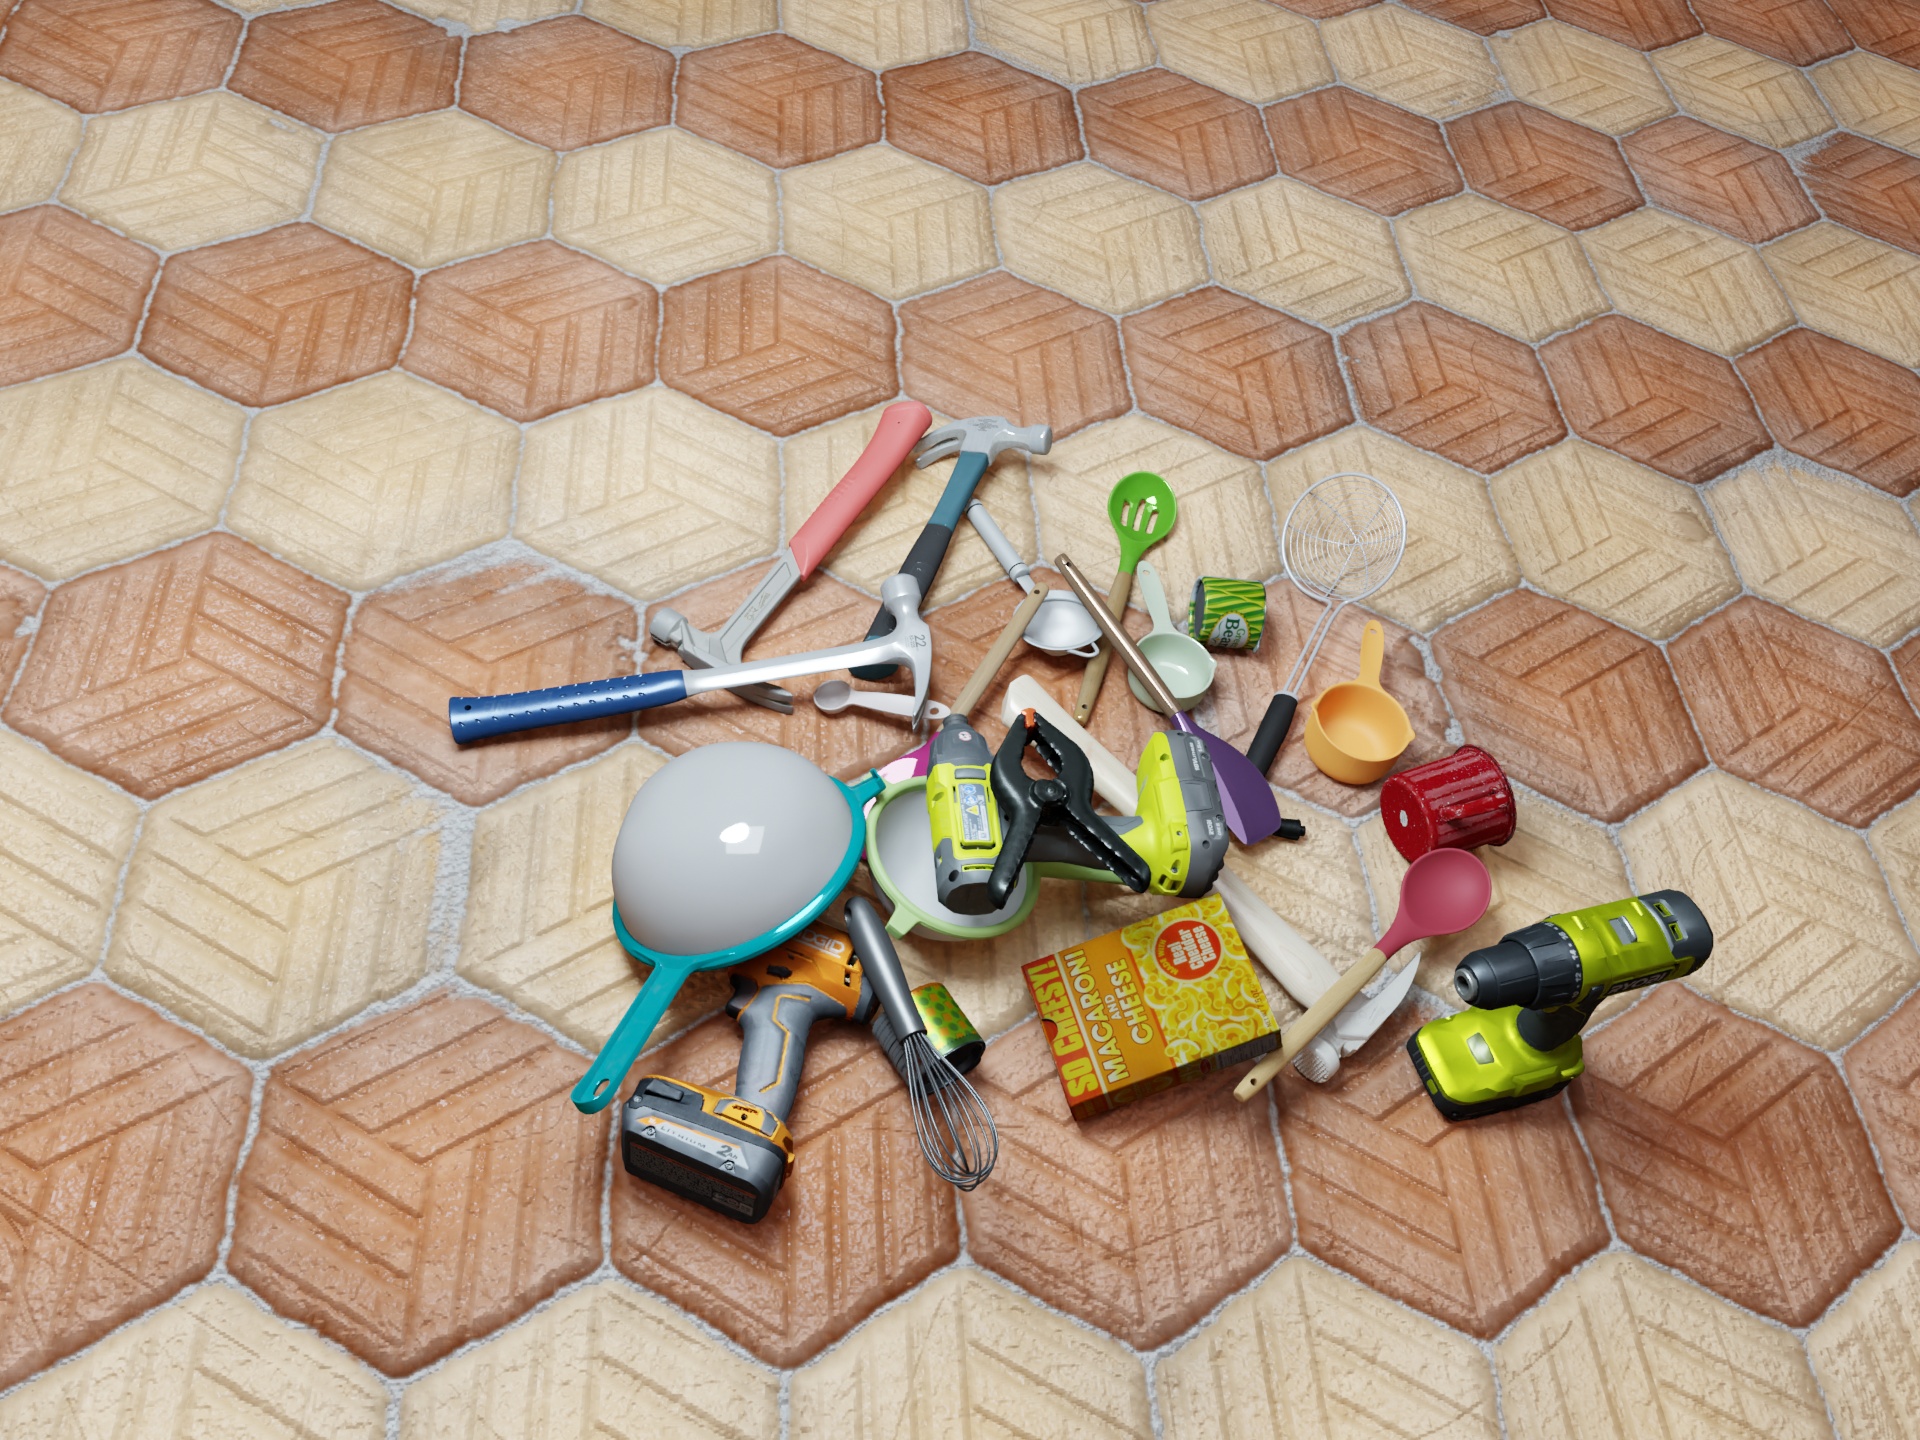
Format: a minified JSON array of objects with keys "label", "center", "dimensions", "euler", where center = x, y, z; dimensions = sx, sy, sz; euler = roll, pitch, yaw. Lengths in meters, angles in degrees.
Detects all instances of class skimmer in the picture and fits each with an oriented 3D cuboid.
[{"label":"skimmer","center":[0.314,-0.083,1.473],"dimensions":[0.127,0.090,0.363],"euler":[5,48,35]}]

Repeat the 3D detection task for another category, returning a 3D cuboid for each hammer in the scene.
[{"label":"hammer","center":[-0.123,-0.168,1.472],"dimensions":[0.149,0.036,0.359],"euler":[29,61,12]},{"label":"hammer","center":[-0.221,-0.028,1.341],"dimensions":[0.405,0.035,0.144],"euler":[-10,63,-8]},{"label":"hammer","center":[-0.024,-0.169,1.498],"dimensions":[0.128,0.033,0.331],"euler":[10,55,21]},{"label":"hammer","center":[0.194,0.105,1.323],"dimensions":[0.146,0.038,0.411],"euler":[-35,72,-31]}]

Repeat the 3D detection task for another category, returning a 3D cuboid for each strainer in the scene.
[{"label":"strainer","center":[0.061,-0.132,1.497],"dimensions":[0.087,0.050,0.259],"euler":[-18,53,-19]},{"label":"strainer","center":[-0.206,0.123,1.160],"dimensions":[0.211,0.095,0.341],"euler":[-2,39,28]},{"label":"strainer","center":[0.030,0.128,1.294],"dimensions":[0.256,0.069,0.152],"euler":[8,49,-26]}]

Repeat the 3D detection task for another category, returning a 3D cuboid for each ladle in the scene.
[{"label":"ladle","center":[0.317,0.201,1.254],"dimensions":[0.315,0.031,0.069],"euler":[-35,68,-31]}]

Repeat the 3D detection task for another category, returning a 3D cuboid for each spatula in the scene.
[{"label":"spatula","center":[0.178,-0.026,1.405],"dimensions":[0.060,0.018,0.316],"euler":[-28,72,-24]}]

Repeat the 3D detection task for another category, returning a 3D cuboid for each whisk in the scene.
[{"label":"whisk","center":[-0.034,0.224,1.135],"dimensions":[0.055,0.055,0.239],"euler":[-15,57,-20]}]

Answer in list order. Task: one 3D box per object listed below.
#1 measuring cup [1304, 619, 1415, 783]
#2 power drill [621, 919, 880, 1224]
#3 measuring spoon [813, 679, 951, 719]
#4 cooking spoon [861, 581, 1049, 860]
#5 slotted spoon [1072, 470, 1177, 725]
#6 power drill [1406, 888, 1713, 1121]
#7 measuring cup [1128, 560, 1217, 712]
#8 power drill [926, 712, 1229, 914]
[{"label":"measuring cup","center":[0.365,-0.017,1.457],"dimensions":[0.095,0.052,0.174],"euler":[17,51,3]},{"label":"power drill","center":[-0.162,0.232,1.164],"dimensions":[0.164,0.084,0.227],"euler":[21,49,7]},{"label":"measuring spoon","center":[-0.068,-0.011,1.384],"dimensions":[0.124,0.018,0.034],"euler":[9,53,13]},{"label":"cooking spoon","center":[-0.002,-0.004,1.380],"dimensions":[0.069,0.017,0.319],"euler":[23,61,20]},{"label":"slotted spoon","center":[0.148,-0.119,1.510],"dimensions":[0.070,0.031,0.314],"euler":[19,55,1]},{"label":"power drill","center":[0.423,0.214,1.183],"dimensions":[0.190,0.228,0.080],"euler":[-10,56,-17]},{"label":"measuring cup","center":[0.184,-0.077,1.479],"dimensions":[0.083,0.038,0.168],"euler":[-2,52,-11]},{"label":"power drill","center":[0.085,0.067,1.251],"dimensions":[0.223,0.080,0.171],"euler":[2,52,-11]}]
